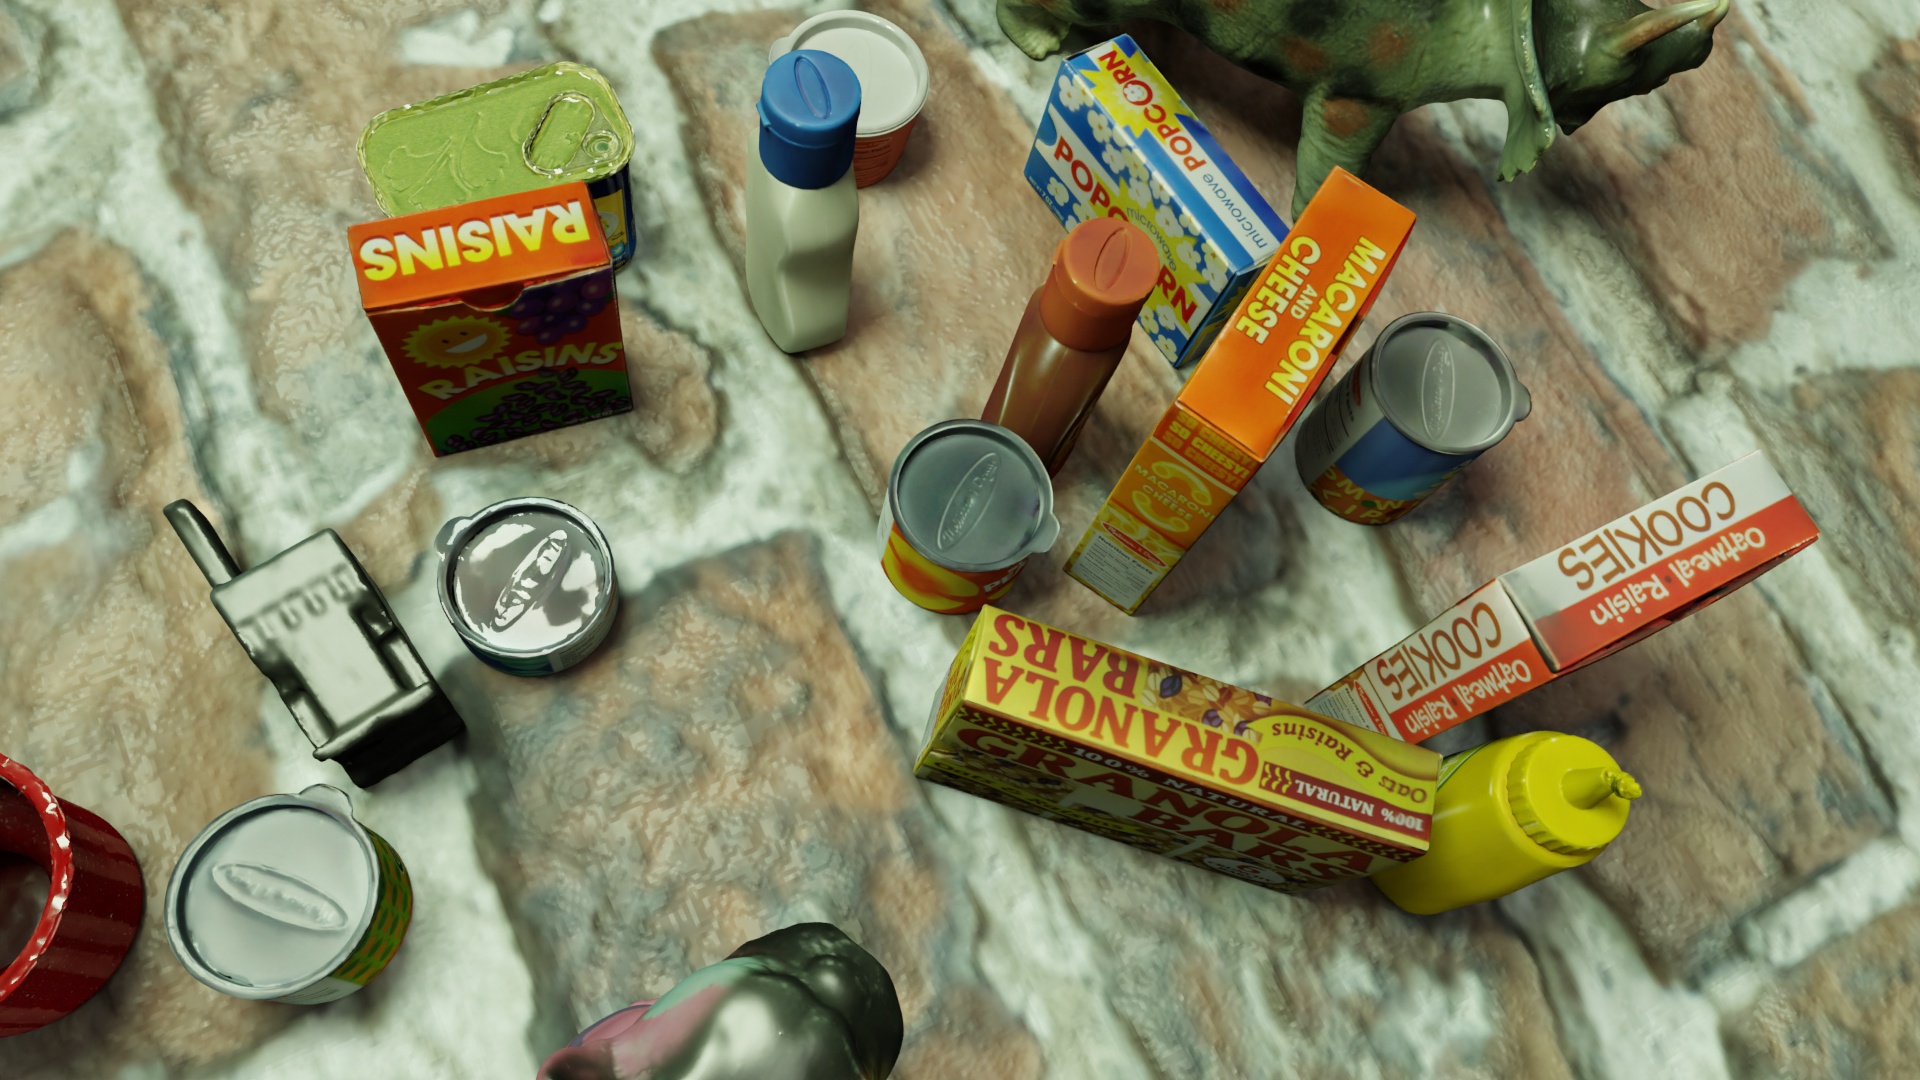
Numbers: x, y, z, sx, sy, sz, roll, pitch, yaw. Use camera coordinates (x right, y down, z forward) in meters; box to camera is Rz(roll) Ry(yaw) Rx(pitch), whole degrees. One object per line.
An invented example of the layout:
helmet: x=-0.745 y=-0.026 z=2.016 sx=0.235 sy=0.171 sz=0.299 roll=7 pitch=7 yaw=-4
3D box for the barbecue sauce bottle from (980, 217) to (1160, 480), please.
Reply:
barbecue sauce bottle: x=0.041 y=-0.074 z=0.559 sx=0.044 sy=0.148 sz=0.065 roll=24 pitch=67 yaw=0

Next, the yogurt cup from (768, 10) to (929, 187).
yogurt cup: x=-0.051 y=-0.201 z=0.643 sx=0.072 sy=0.053 sz=0.072 roll=3 pitch=69 yaw=-9

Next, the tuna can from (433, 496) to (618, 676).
tuna can: x=-0.172 y=0.018 z=0.548 sx=0.071 sy=0.032 sz=0.071 roll=3 pitch=68 yaw=-9

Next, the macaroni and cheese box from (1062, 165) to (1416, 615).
macaroni and cheese box: x=0.106 y=-0.052 z=0.551 sx=0.040 sy=0.165 sz=0.124 roll=34 pitch=68 yaw=4

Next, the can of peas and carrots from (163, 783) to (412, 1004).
can of peas and carrots: x=-0.229 y=0.124 z=0.483 sx=0.071 sy=0.058 sz=0.071 roll=3 pitch=69 yaw=-9

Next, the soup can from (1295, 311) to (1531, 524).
soup can: x=0.196 y=-0.051 z=0.612 sx=0.071 sy=0.083 sz=0.071 roll=3 pitch=69 yaw=-9

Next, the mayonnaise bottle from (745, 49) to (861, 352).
mayonnaise bottle: x=-0.064 y=-0.136 z=0.565 sx=0.041 sy=0.147 sz=0.065 roll=-17 pitch=73 yaw=-15

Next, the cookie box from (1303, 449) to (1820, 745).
cookie box: x=0.222 y=0.035 z=0.538 sx=0.123 sy=0.166 sz=0.040 roll=-23 pitch=75 yaw=-17

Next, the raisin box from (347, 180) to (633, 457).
raisin box: x=-0.177 y=-0.082 z=0.537 sx=0.086 sy=0.123 sz=0.040 roll=-15 pitch=73 yaw=-15

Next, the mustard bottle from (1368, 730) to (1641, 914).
mustard bottle: x=0.201 y=0.100 z=0.512 sx=0.065 sy=0.159 sz=0.049 roll=-34 pitch=78 yaw=-20

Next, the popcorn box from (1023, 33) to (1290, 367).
popcorn box: x=0.087 y=-0.152 z=0.632 sx=0.038 sy=0.085 sz=0.127 roll=-31 pitch=77 yaw=-19

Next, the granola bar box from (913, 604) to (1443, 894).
granola bar box: x=0.072 y=0.084 z=0.515 sx=0.166 sy=0.123 sz=0.039 roll=18 pitch=67 yaw=-3

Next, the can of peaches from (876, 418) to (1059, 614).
can of peaches: x=0.002 y=-0.007 z=0.575 sx=0.071 sy=0.058 sz=0.071 roll=3 pitch=69 yaw=-9
